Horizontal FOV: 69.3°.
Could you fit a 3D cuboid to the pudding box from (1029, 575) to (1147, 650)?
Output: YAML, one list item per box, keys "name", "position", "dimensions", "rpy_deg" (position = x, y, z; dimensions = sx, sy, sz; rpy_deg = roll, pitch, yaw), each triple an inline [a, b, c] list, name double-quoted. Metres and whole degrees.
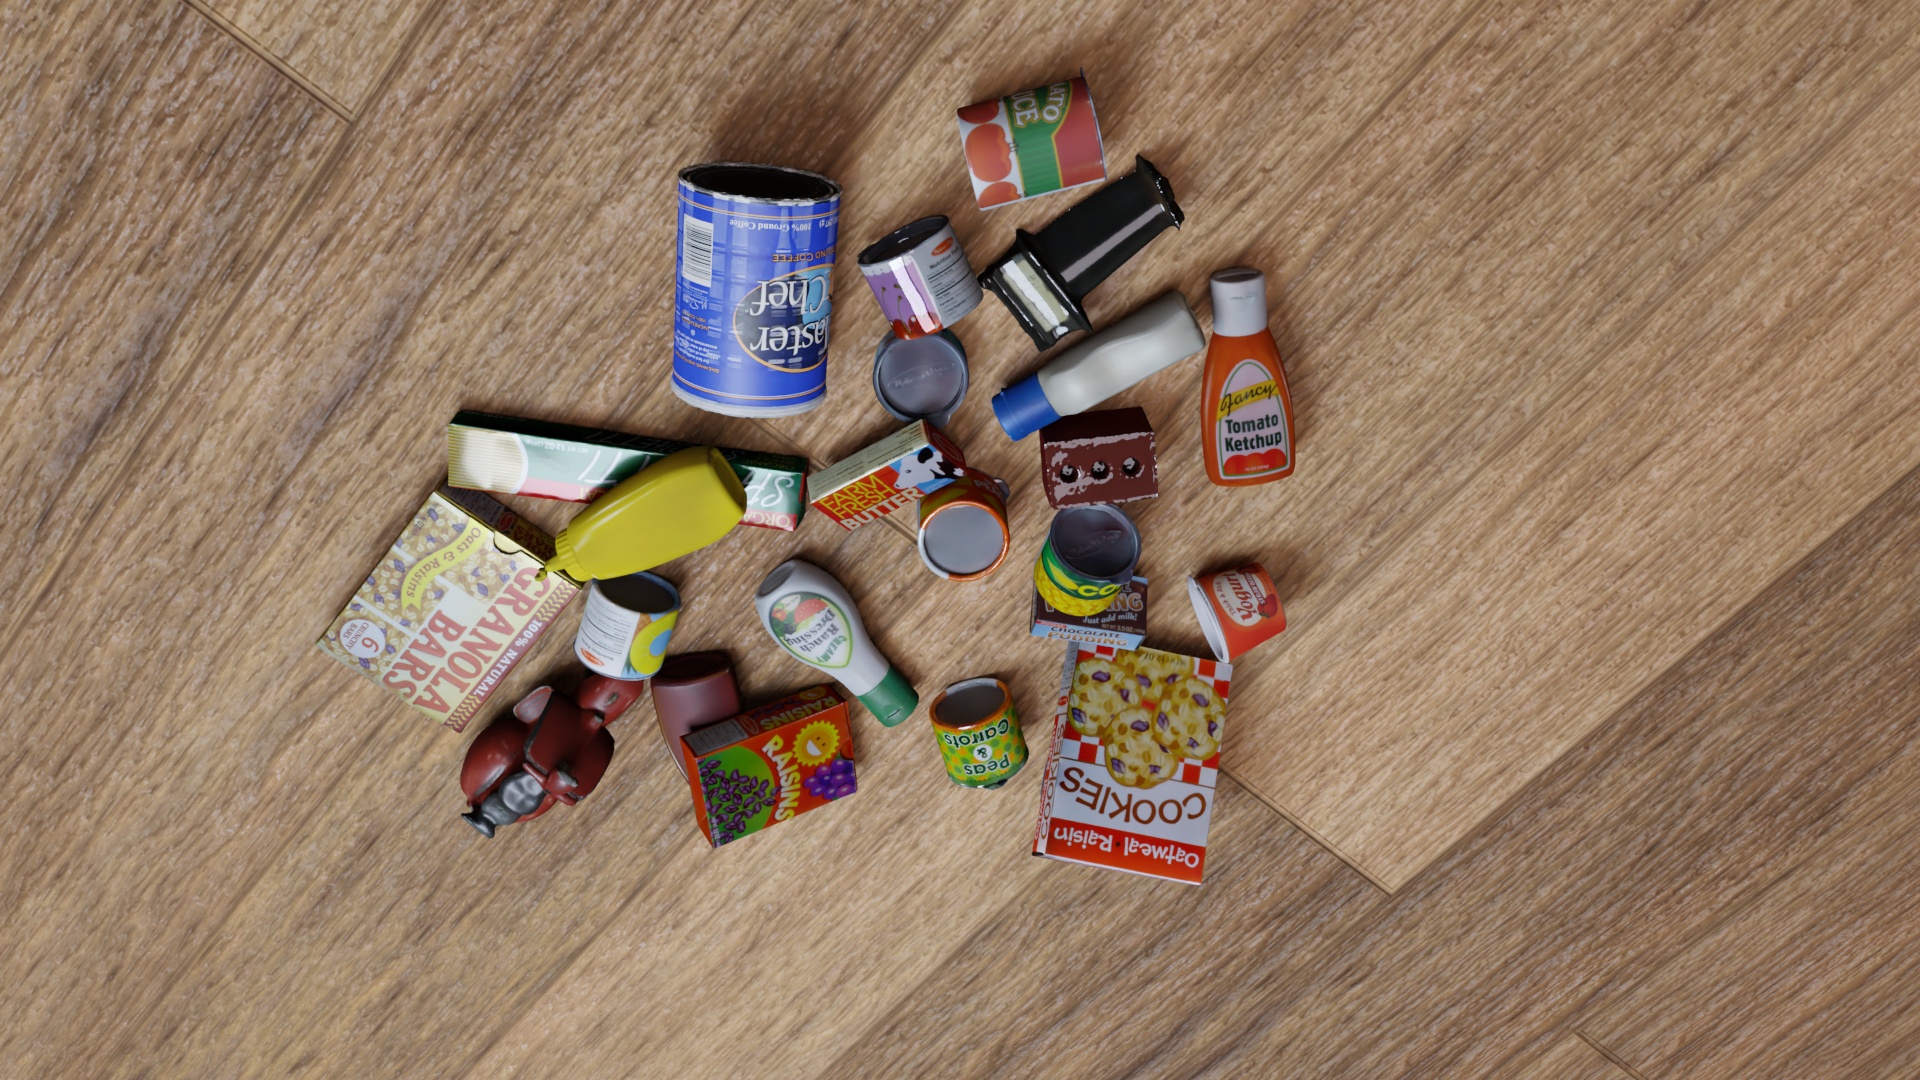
- name: "pudding box"
  position: [0.096, 0.049, 1.031]
  dimensions: [0.084, 0.050, 0.030]
  rpy_deg: [9, 152, -6]

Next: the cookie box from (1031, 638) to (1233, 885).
- name: "cookie box"
  position: [0.130, 0.165, 1.046]
  dimensions: [0.123, 0.040, 0.168]
  rpy_deg: [13, 77, -8]

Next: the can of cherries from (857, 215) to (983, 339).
- name: "can of cherries"
  position: [-0.027, -0.173, 0.915]
  dimensions: [0.071, 0.072, 0.058]
  rpy_deg: [-24, 115, 9]

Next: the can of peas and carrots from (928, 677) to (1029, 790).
- name: "can of peas and carrots"
  position: [0.014, 0.148, 1.065]
  dimensions: [0.071, 0.071, 0.058]
  rpy_deg: [-14, 115, 5]

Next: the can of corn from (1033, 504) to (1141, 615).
- name: "can of corn"
  position: [0.091, 0.015, 0.995]
  dimensions: [0.071, 0.071, 0.058]
  rpy_deg: [9, 149, -6]

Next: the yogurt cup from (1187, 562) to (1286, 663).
- name: "yogurt cup"
  position: [0.206, 0.051, 1.031]
  dimensions: [0.054, 0.072, 0.072]
  rpy_deg: [-22, 115, 0]

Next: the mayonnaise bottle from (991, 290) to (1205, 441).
- name: "mayonnaise bottle"
  position: [0.093, -0.117, 0.948]
  dimensions: [0.148, 0.065, 0.041]
  rpy_deg: [-28, 109, 15]

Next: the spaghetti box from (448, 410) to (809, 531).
- name: "spaghetti box"
  position: [-0.234, -0.049, 0.985]
  dimensions: [0.250, 0.029, 0.050]
  rpy_deg: [8, 116, -5]

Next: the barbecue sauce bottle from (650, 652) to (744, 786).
- name: "barbecue sauce bottle"
  position: [-0.196, 0.161, 1.079]
  dimensions: [0.065, 0.044, 0.147]
  rpy_deg: [-10, 117, -5]

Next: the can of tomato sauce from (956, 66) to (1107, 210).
- name: "can of tomato sauce"
  position: [0.044, -0.252, 0.877]
  dimensions: [0.083, 0.071, 0.071]
  rpy_deg: [-13, 116, 5]

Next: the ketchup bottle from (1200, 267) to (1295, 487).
- name: "ketchup bottle"
  position: [0.196, -0.113, 0.963]
  dimensions: [0.065, 0.044, 0.148]
  rpy_deg: [-9, 115, 2]

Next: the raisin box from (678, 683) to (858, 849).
- name: "raisin box"
  position: [-0.144, 0.171, 1.060]
  dimensions: [0.124, 0.040, 0.085]
  rpy_deg: [-18, 118, -25]

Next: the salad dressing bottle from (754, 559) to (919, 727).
- name: "salad dressing bottle"
  position: [-0.090, 0.080, 1.044]
  dimensions: [0.064, 0.044, 0.147]
  rpy_deg: [-37, 112, 13]

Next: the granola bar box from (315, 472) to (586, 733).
- name: "granola bar box"
  position: [-0.372, 0.049, 1.021]
  dimensions: [0.124, 0.039, 0.165]
  rpy_deg: [37, 109, -18]

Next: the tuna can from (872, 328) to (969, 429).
- name: "tuna can"
  position: [-0.026, -0.114, 0.959]
  dimensions: [0.071, 0.033, 0.070]
  rpy_deg: [-1, 116, -1]

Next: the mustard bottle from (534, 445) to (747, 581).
- name: "mustard bottle"
  position: [-0.228, -0.010, 0.960]
  dimensions: [0.160, 0.049, 0.065]
  rpy_deg: [-24, 116, 11]

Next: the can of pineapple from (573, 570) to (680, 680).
- name: "can of pineapple"
  position: [-0.243, 0.060, 1.018]
  dimensions: [0.071, 0.071, 0.057]
  rpy_deg: [18, 114, -10]

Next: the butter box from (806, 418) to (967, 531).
- name: "butter box"
  position: [-0.052, -0.045, 0.975]
  dimensions: [0.103, 0.024, 0.053]
  rpy_deg: [-25, 145, 22]

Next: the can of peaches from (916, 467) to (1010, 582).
- name: "can of peaches"
  position: [0.004, -0.012, 0.995]
  dimensions: [0.071, 0.058, 0.071]
  rpy_deg: [-1, 116, -1]

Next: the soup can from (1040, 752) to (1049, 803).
- name: "soup can"
  position: [0.113, 0.191, 1.093]
  dimensions: [0.084, 0.071, 0.071]
  rpy_deg: [12, 115, -8]
